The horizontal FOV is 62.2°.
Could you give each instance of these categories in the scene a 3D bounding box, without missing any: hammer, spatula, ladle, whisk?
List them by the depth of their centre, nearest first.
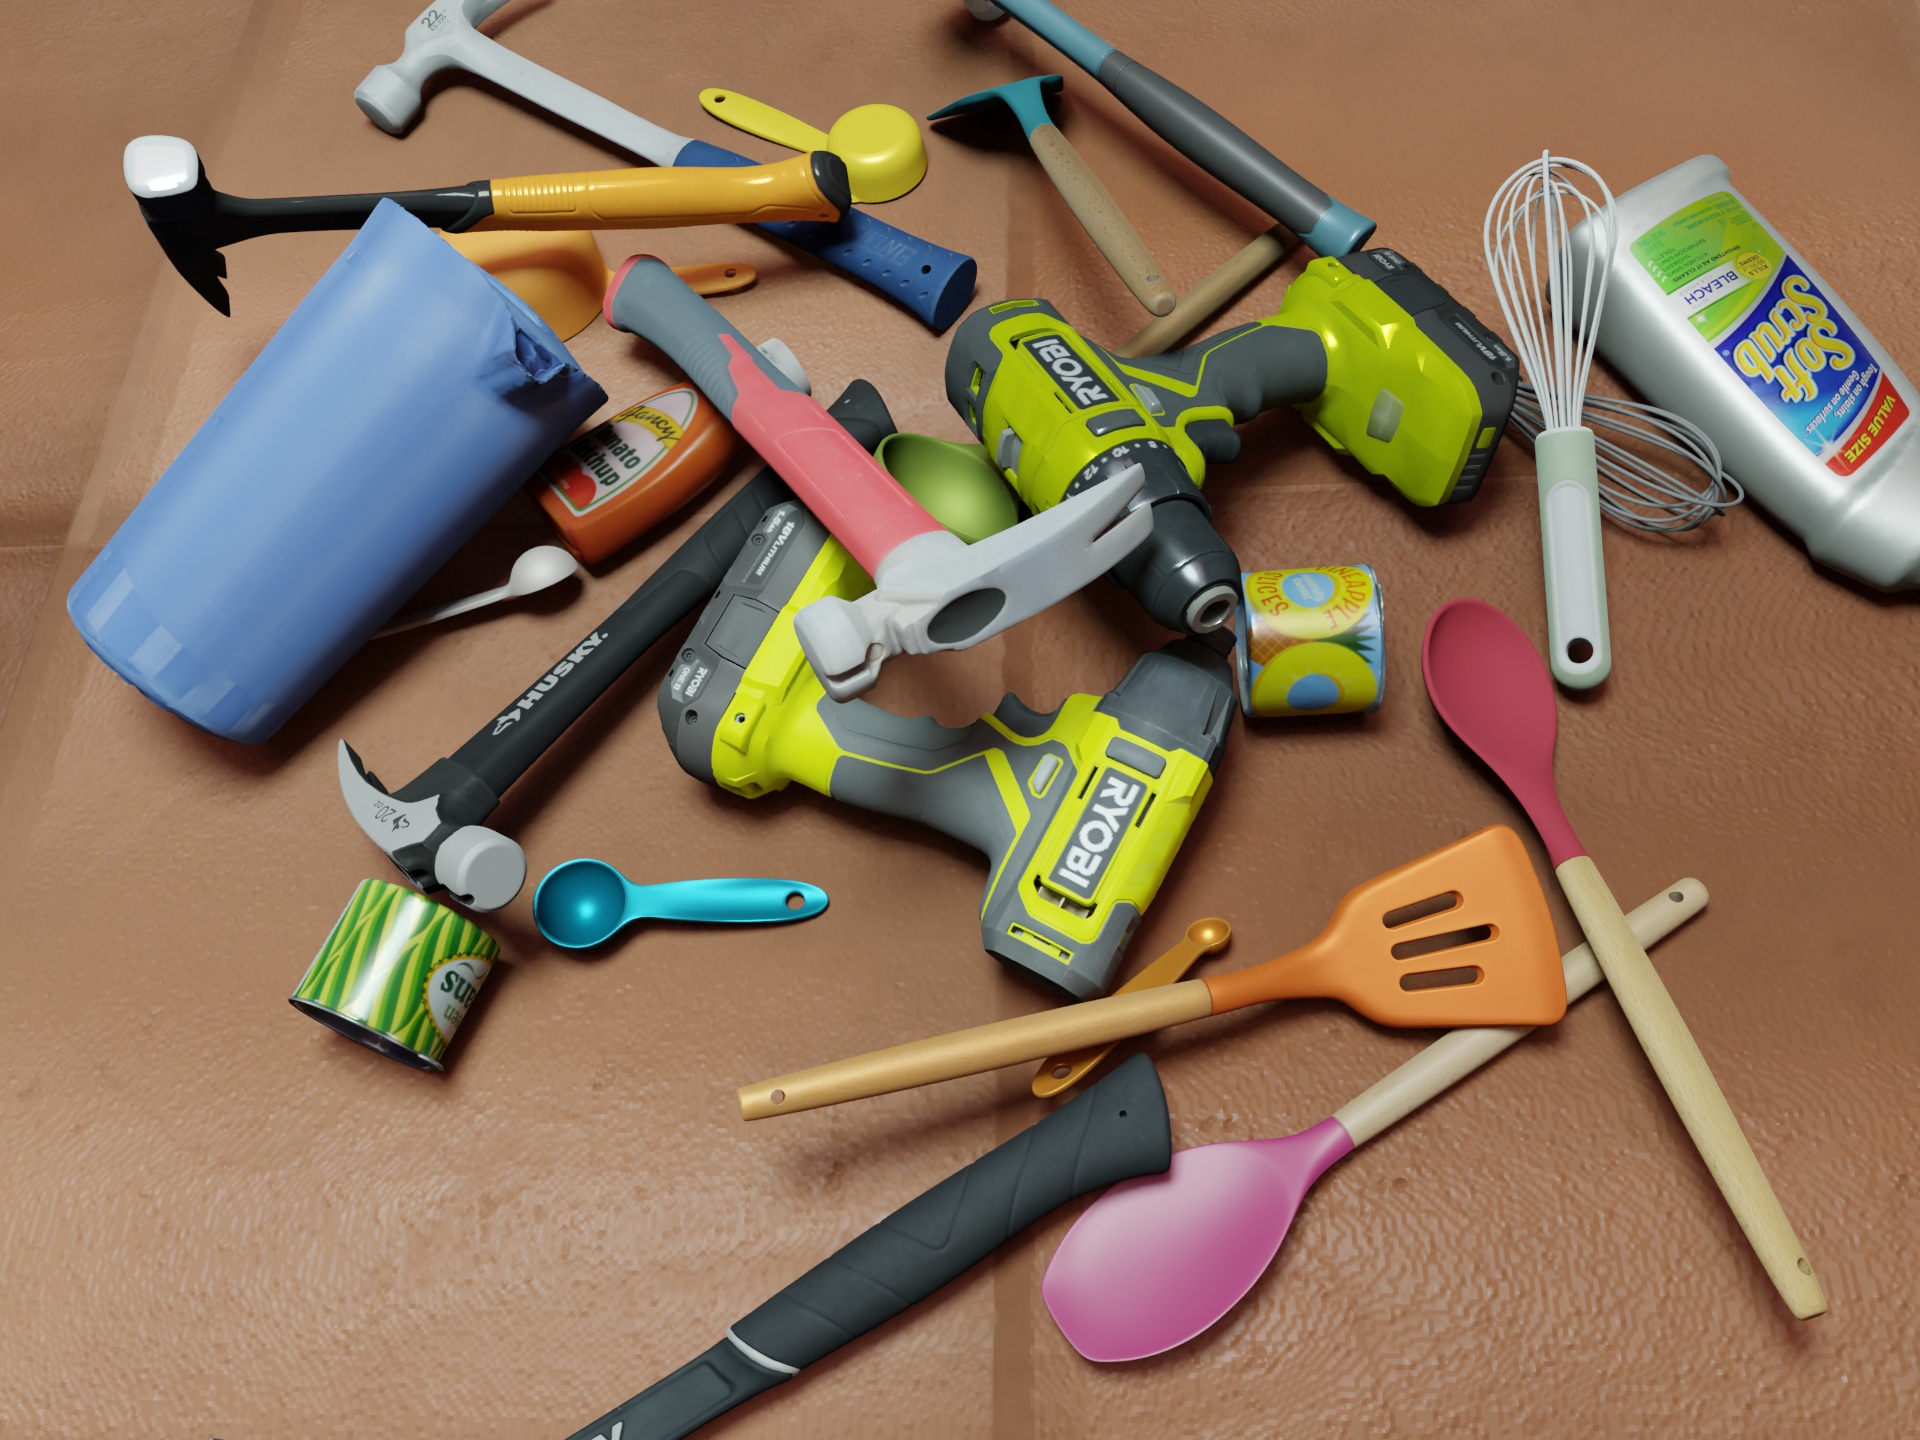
[{"bbox_3d":[-0.094,0.244,0.598,0.409,0.036,0.149,-30,62,-9],"label":"hammer"},{"bbox_3d":[0.074,0.111,0.613,0.322,0.041,0.081,-11,81,-12],"label":"spatula"},{"bbox_3d":[0.257,0.079,0.633,0.069,0.031,0.316,1,52,-22],"label":"ladle"},{"bbox_3d":[0.270,-0.135,0.713,0.058,0.059,0.246,-4,84,24],"label":"whisk"},{"bbox_3d":[-0.069,-0.143,0.715,0.143,0.038,0.387,-28,41,-12],"label":"hammer"},{"bbox_3d":[-0.146,-0.054,0.749,0.146,0.035,0.335,17,55,43],"label":"hammer"},{"bbox_3d":[0.267,-0.160,0.774,0.055,0.055,0.239,-43,61,-16],"label":"whisk"},{"bbox_3d":[0.081,-0.183,0.800,0.320,0.062,0.078,-41,79,-18],"label":"ladle"},{"bbox_3d":[0.052,-0.274,0.803,0.082,0.044,0.318,-14,43,-5],"label":"spatula"},{"bbox_3d":[-0.223,-0.256,0.803,0.337,0.127,0.034,-7,81,-12],"label":"hammer"},{"bbox_3d":[0.092,-0.341,0.852,0.331,0.128,0.033,45,106,21],"label":"hammer"},{"bbox_3d":[-0.162,-0.330,0.910,0.406,0.035,0.144,31,79,19],"label":"hammer"}]

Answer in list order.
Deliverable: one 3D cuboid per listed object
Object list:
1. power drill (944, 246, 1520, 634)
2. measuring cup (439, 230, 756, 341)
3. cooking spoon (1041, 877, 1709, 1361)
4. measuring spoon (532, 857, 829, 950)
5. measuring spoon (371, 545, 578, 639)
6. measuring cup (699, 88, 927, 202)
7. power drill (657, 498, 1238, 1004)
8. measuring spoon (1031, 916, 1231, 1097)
[{"bbox_3d":[0.129,-0.129,0.709,0.228,0.080,0.191,-17,51,-22],"label":"power drill"},{"bbox_3d":[-0.201,-0.254,0.869,0.173,0.052,0.095,-2,62,8],"label":"measuring cup"},{"bbox_3d":[0.172,0.150,0.629,0.319,0.017,0.069,-31,44,-11],"label":"cooking spoon"},{"bbox_3d":[-0.123,0.084,0.704,0.128,0.021,0.042,0,62,-4],"label":"measuring spoon"},{"bbox_3d":[-0.248,-0.063,0.781,0.124,0.018,0.034,-17,21,6],"label":"measuring spoon"},{"bbox_3d":[-0.090,-0.347,0.920,0.156,0.029,0.062,27,68,18],"label":"measuring cup"},{"bbox_3d":[-0.001,-0.002,0.691,0.223,0.080,0.171,25,77,16],"label":"power drill"},{"bbox_3d":[0.071,0.118,0.648,0.117,0.011,0.021,-37,33,-29],"label":"measuring spoon"}]
